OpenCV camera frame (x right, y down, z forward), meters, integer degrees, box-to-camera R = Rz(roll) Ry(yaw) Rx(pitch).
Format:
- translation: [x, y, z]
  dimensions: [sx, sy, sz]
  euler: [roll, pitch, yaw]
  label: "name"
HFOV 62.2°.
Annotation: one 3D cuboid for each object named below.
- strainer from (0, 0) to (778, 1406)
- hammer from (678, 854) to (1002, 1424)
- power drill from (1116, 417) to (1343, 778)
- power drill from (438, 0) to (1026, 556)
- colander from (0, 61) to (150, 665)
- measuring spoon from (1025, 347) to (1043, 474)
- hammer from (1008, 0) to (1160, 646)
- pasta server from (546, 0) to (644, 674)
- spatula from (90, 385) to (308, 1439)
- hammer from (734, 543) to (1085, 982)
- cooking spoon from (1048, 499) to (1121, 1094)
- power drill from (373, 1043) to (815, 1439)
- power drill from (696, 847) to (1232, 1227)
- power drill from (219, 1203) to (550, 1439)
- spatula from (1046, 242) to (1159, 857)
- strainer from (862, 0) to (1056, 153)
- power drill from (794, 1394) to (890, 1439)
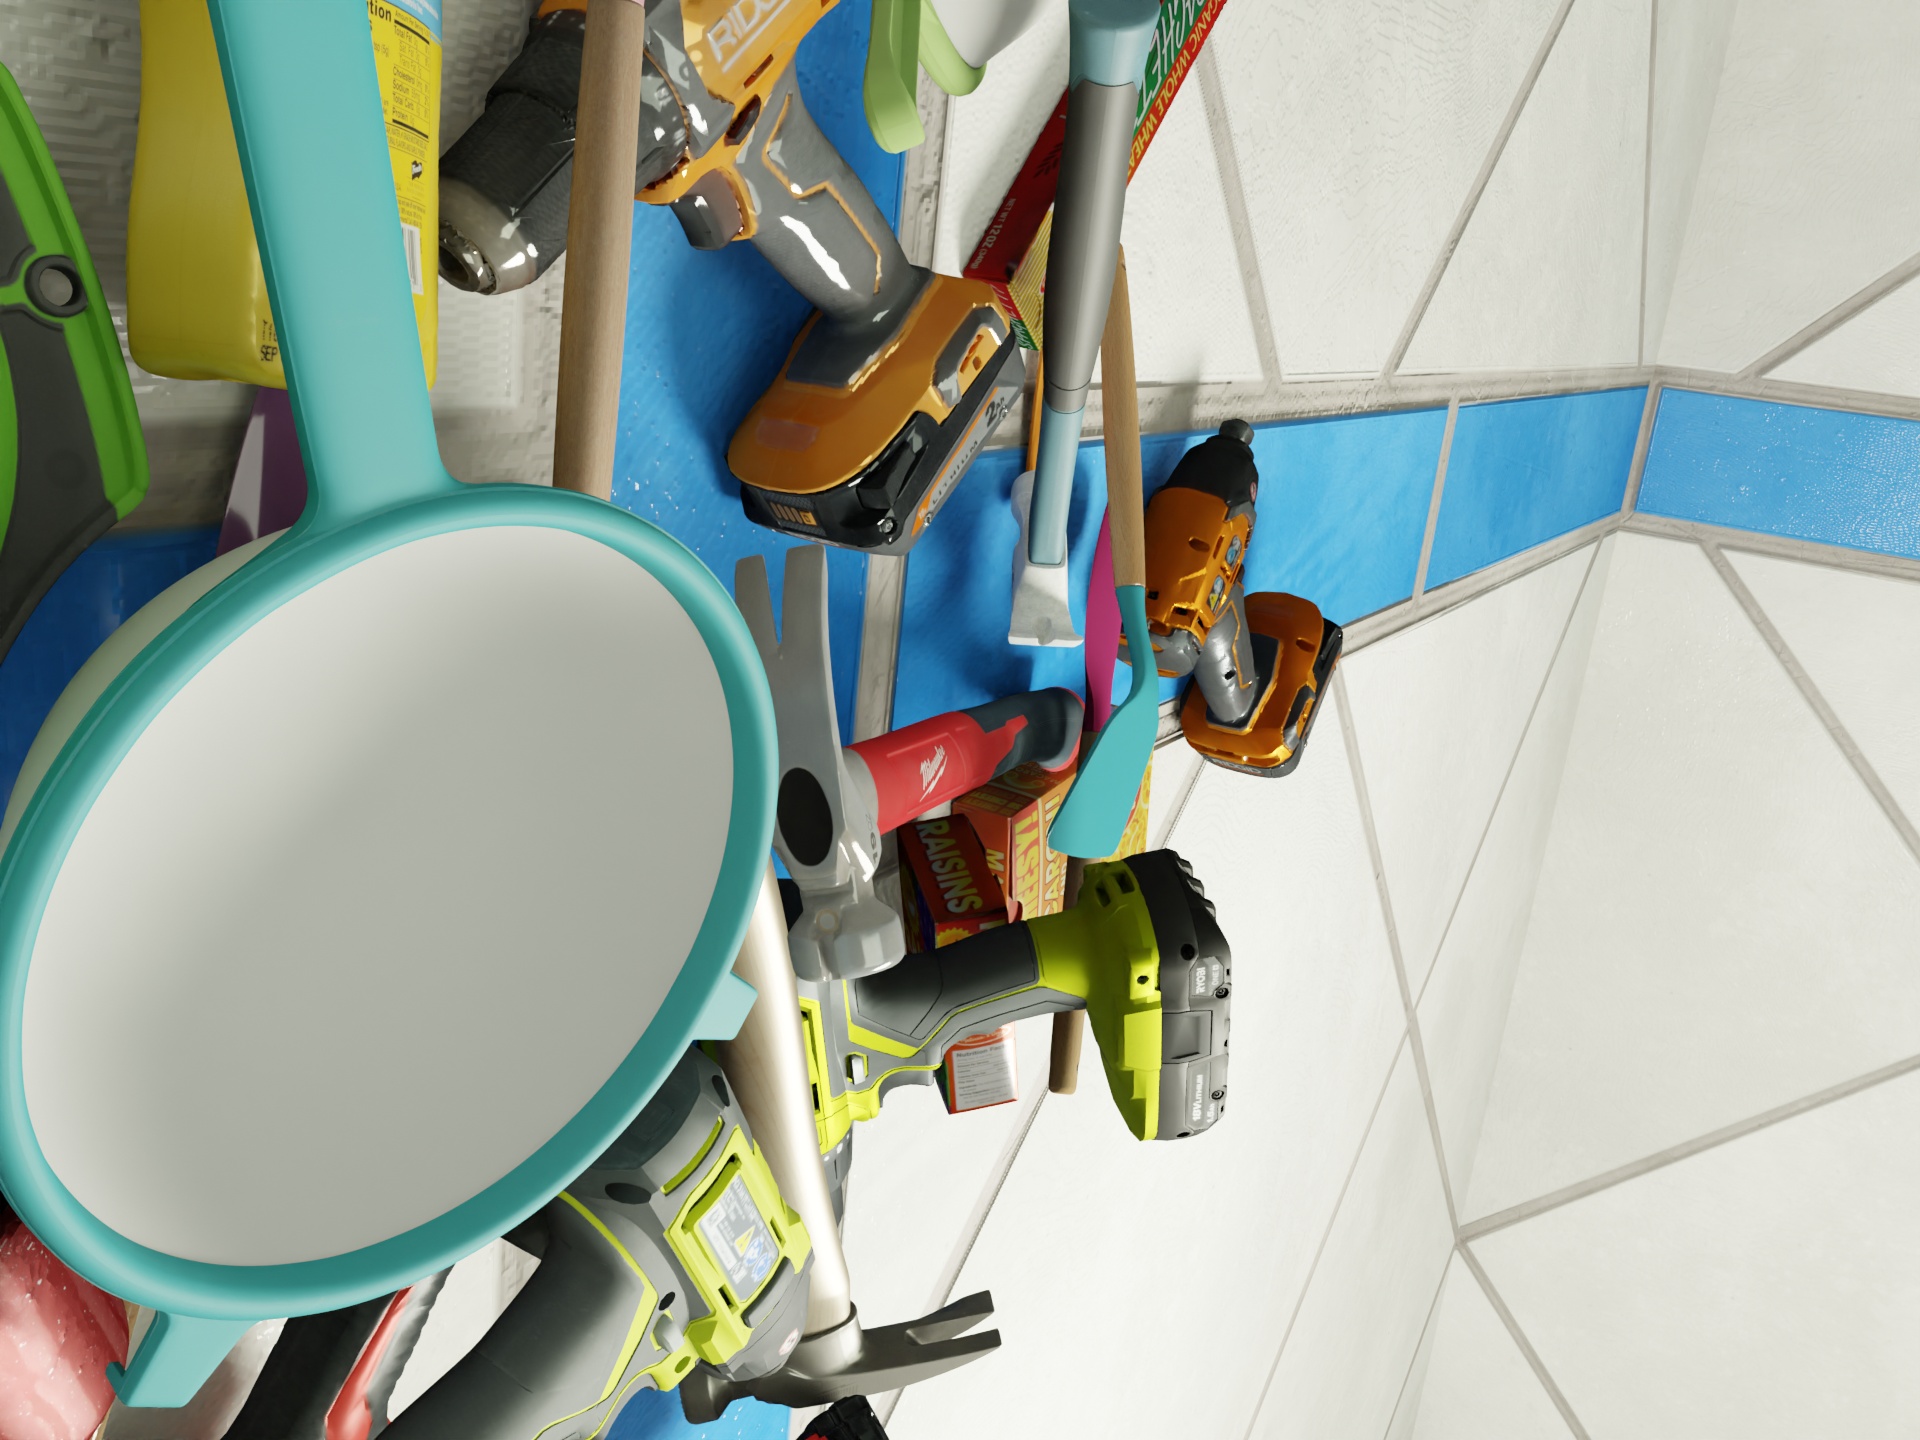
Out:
- translation: [-0.151, -0.023, 0.371]
  dimensions: [0.211, 0.095, 0.340]
  euler: [-29, 131, -42]
  label: "strainer"
- translation: [-0.069, 0.129, 0.625]
  dimensions: [0.038, 0.146, 0.410]
  euler: [-109, -168, -57]
  label: "hammer"
- translation: [0.172, -0.073, 1.007]
  dimensions: [0.226, 0.084, 0.164]
  euler: [44, 65, -53]
  label: "power drill"
- translation: [-0.074, -0.155, 0.550]
  dimensions: [0.185, 0.084, 0.225]
  euler: [-57, 143, -23]
  label: "power drill"
- translation: [-0.286, -0.025, 0.202]
  dimensions: [0.397, 0.094, 0.204]
  euler: [-32, 119, -46]
  label: "colander"
- translation: [0.039, -0.164, 0.806]
  dimensions: [0.021, 0.011, 0.116]
  euler: [-33, 134, -50]
  label: "measuring spoon"
- translation: [0.044, -0.147, 0.650]
  dimensions: [0.330, 0.033, 0.128]
  euler: [94, -1, -57]
  label: "hammer"
- translation: [-0.101, -0.170, 0.444]
  dimensions: [0.060, 0.040, 0.316]
  euler: [0, 101, -33]
  label: "pasta server"
- translation: [-0.212, 0.050, 0.453]
  dimensions: [0.059, 0.018, 0.316]
  euler: [23, 79, -65]
  label: "spatula"
- translation: [-0.001, -0.002, 0.696]
  dimensions: [0.386, 0.038, 0.143]
  euler: [-19, 100, -74]
  label: "hammer"
- translation: [0.068, 0.033, 0.831]
  dimensions: [0.068, 0.017, 0.319]
  euler: [49, 46, -71]
  label: "cooking spoon"
- translation: [-0.133, 0.228, 0.491]
  dimensions: [0.223, 0.080, 0.171]
  euler: [-49, 143, -32]
  label: "power drill"
- translation: [-0.001, 0.150, 0.716]
  dimensions: [0.080, 0.228, 0.190]
  euler: [-112, -164, -58]
  label: "power drill"
- translation: [-0.189, 0.232, 0.546]
  dimensions: [0.227, 0.080, 0.187]
  euler: [-57, 146, -22]
  label: "power drill"
- translation: [0.074, -0.091, 0.805]
  dimensions: [0.082, 0.044, 0.318]
  euler: [15, 71, -59]
  label: "spatula"
- translation: [0.005, -0.265, 0.521]
  dimensions: [0.151, 0.069, 0.257]
  euler: [62, 21, -44]
  label: "strainer"
- translation: [-0.125, 0.383, 0.663]
  dimensions: [0.219, 0.079, 0.143]
  euler: [-18, 152, -36]
  label: "power drill"
